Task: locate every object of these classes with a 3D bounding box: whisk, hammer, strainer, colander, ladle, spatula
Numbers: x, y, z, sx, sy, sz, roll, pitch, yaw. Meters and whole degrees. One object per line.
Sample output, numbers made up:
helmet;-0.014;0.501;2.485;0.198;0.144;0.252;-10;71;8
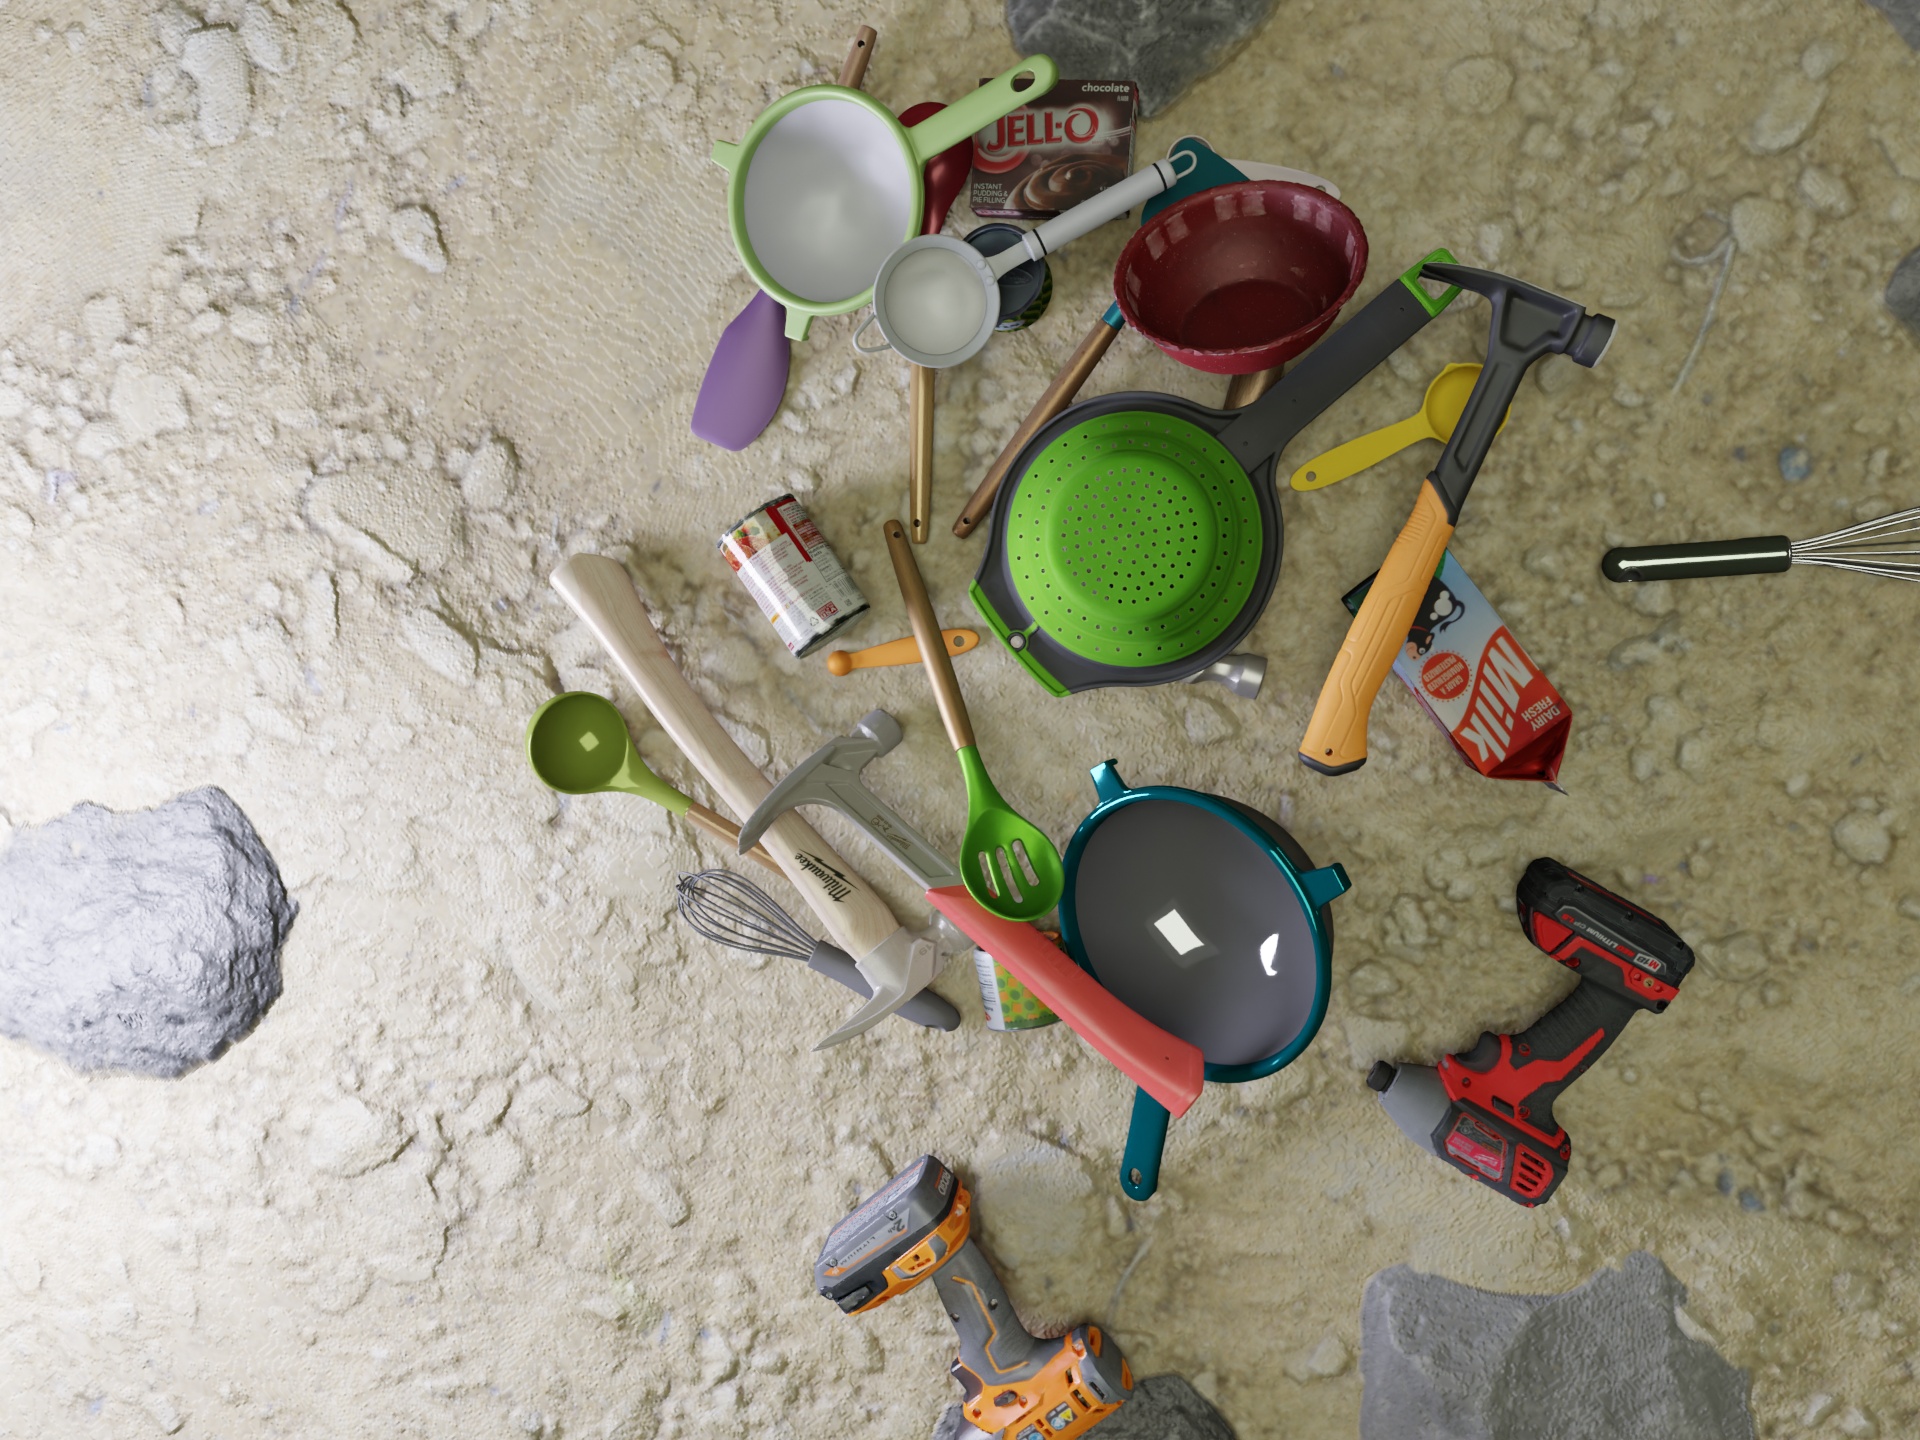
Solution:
whisk;0.558;-0.113;1.059;0.246;0.057;0.059;-3;60;12
hammer;0.017;0.148;1.100;0.359;0.036;0.149;40;65;15
strainer;0.043;-0.313;1.065;0.258;0.050;0.086;-28;105;4
colander;0.176;-0.174;1.054;0.397;0.094;0.204;-41;88;9
ladle;-0.028;-0.286;1.146;0.069;0.031;0.315;3;97;15
ladle;-0.181;0.079;1.185;0.320;0.062;0.078;30;81;3
strainer;0.170;0.190;1.123;0.211;0.095;0.340;25;123;32
spatula;0.093;-0.257;1.123;0.082;0.044;0.317;38;107;1
hammer;0.294;-0.124;1.030;0.127;0.034;0.337;24;97;7
spatula;-0.121;-0.349;1.159;0.060;0.018;0.316;22;99;2
hammer;0.190;-0.189;1.115;0.130;0.031;0.331;16;97;7
hammer;-0.171;0.047;1.163;0.146;0.038;0.411;-37;83;-25
strainer;-0.038;-0.378;1.088;0.256;0.069;0.151;-22;92;25
whisk;-0.107;0.172;1.185;0.239;0.055;0.055;26;98;2

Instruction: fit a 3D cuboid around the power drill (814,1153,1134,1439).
power drill;-0.004;0.455;1.175;0.164;0.084;0.226;-41;91;10

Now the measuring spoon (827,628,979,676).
measuring spoon;-0.043;-0.051;1.173;0.117;0.011;0.021;-10;93;10

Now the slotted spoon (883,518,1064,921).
slotted spoon;-0.002;-0.004;1.122;0.070;0.031;0.314;-14;72;-15

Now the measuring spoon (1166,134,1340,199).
measuring spoon;0.204;-0.379;1.109;0.124;0.018;0.034;14;102;1

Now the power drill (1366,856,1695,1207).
power drill;0.388;0.213;1.096;0.143;0.078;0.219;29;101;6

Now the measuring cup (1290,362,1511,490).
measuring cup;0.304;-0.197;1.105;0.156;0.029;0.062;-23;91;22
